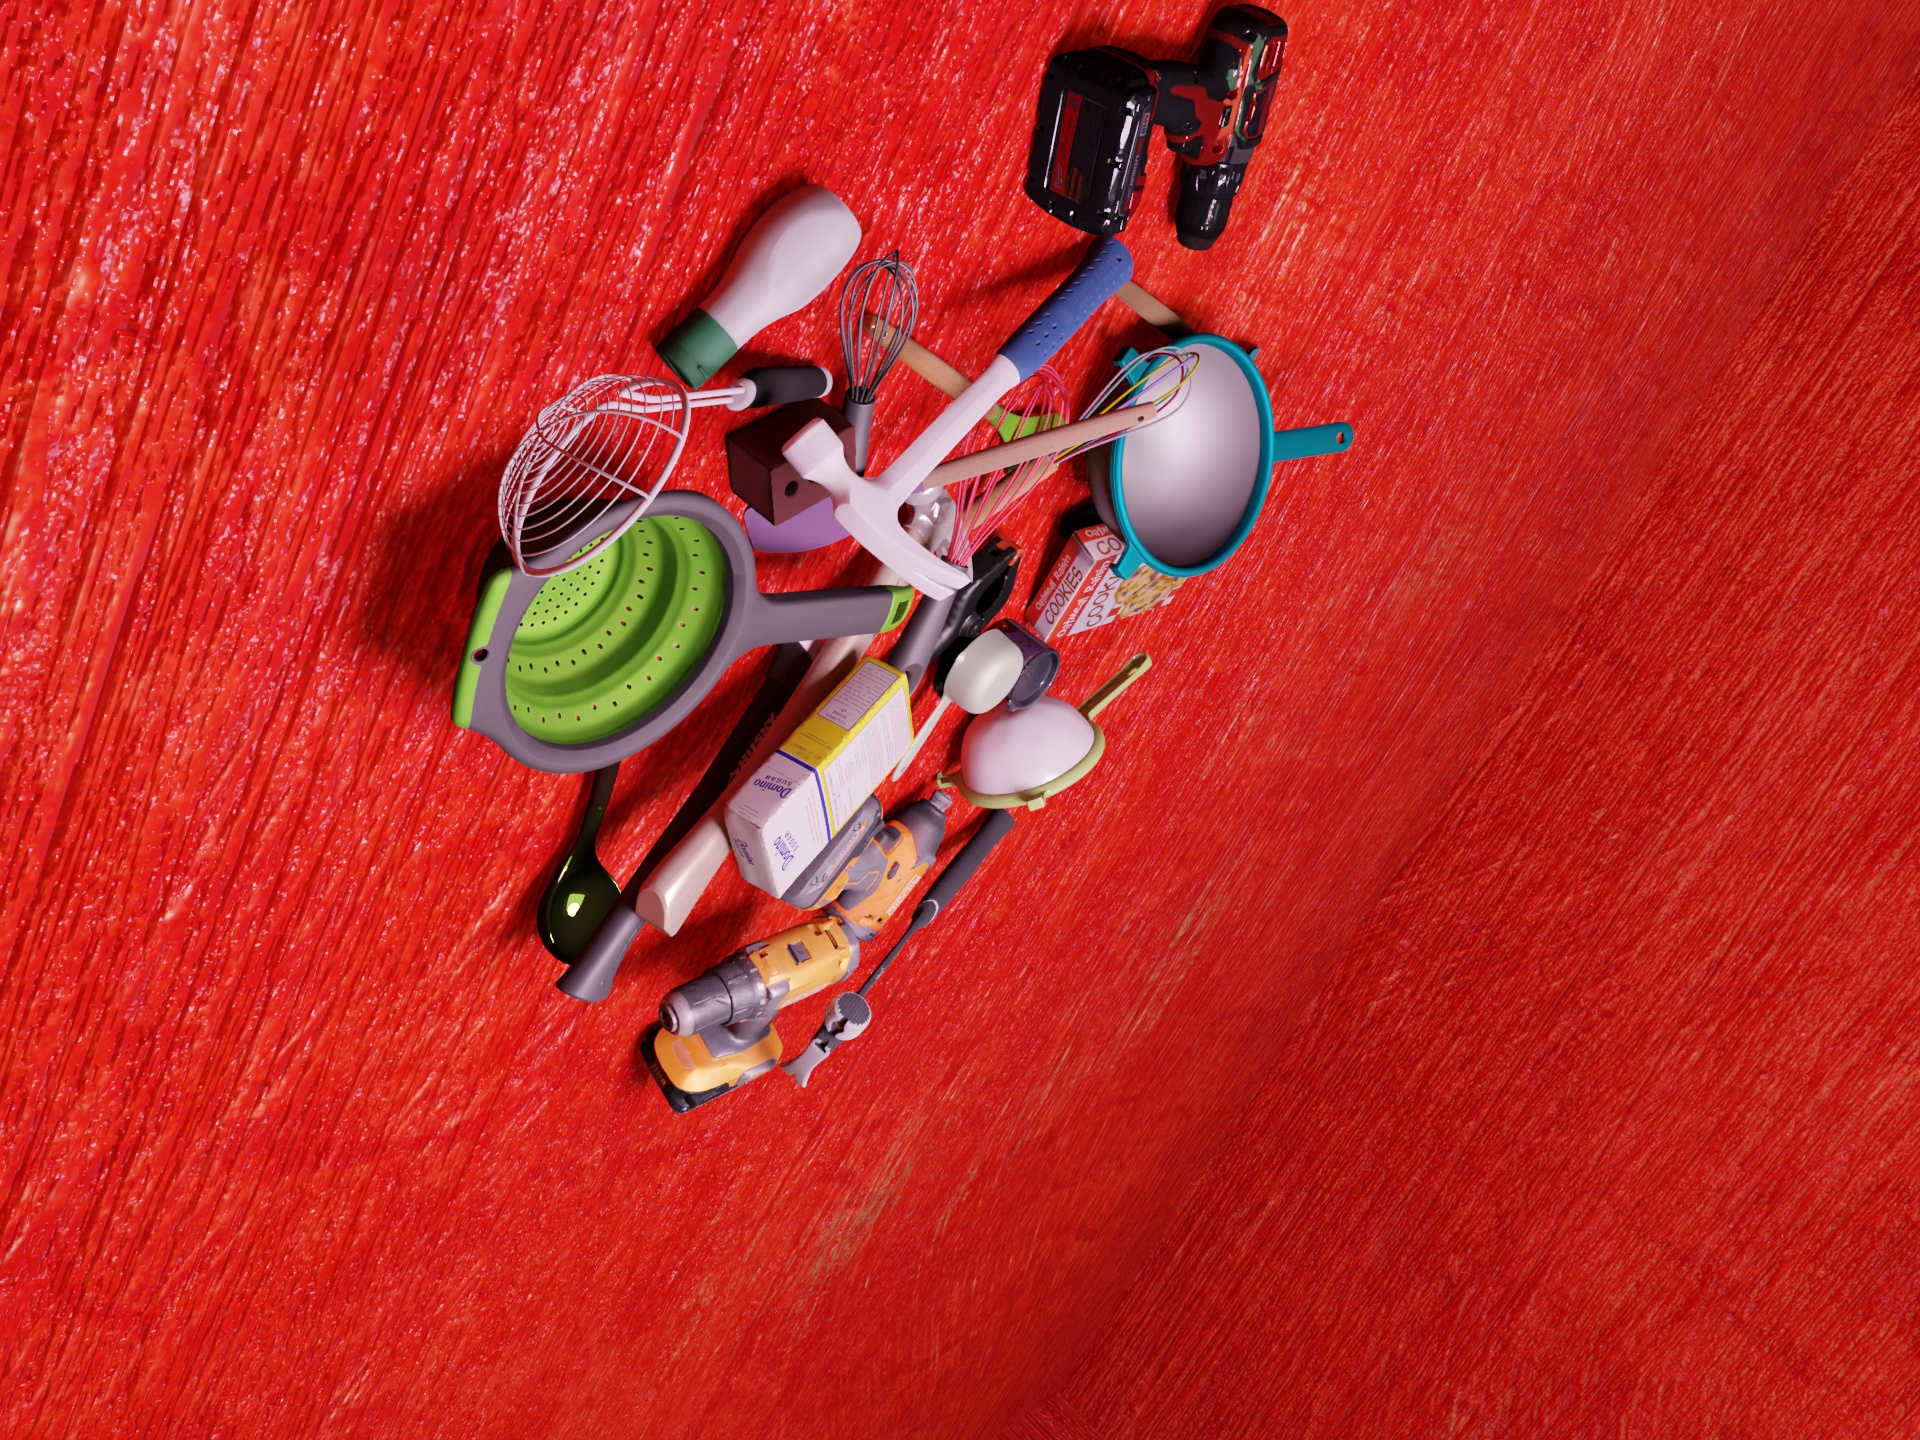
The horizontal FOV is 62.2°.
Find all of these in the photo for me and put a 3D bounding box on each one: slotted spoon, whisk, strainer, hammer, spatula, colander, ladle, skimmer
[{"bbox_3d":[0.010,-0.250,1.248,0.070,0.031,0.313,-53,150,10],"label":"slotted spoon"},{"bbox_3d":[0.003,-0.142,1.242,0.073,0.073,0.295,3,116,-56],"label":"whisk"},{"bbox_3d":[0.226,-0.250,1.453,0.340,0.095,0.211,-15,111,-40],"label":"strainer"},{"bbox_3d":[-0.070,-0.226,1.126,0.055,0.055,0.238,-30,152,-35],"label":"whisk"},{"bbox_3d":[-0.202,0.067,1.215,0.335,0.035,0.146,-58,152,-18],"label":"hammer"},{"bbox_3d":[0.202,-0.221,1.530,0.284,0.070,0.070,-25,142,-33],"label":"whisk"},{"bbox_3d":[0.197,-0.342,1.420,0.317,0.044,0.082,16,110,-55],"label":"spatula"},{"bbox_3d":[-0.187,-0.084,1.077,0.397,0.095,0.204,-11,131,-51],"label":"colander"},{"bbox_3d":[-0.253,0.044,1.170,0.078,0.062,0.320,-17,133,-53],"label":"ladle"},{"bbox_3d":[0.090,-0.225,1.291,0.245,0.047,0.051,-34,148,19],"label":"whisk"},{"bbox_3d":[-0.147,-0.164,0.948,0.127,0.090,0.363,-27,-176,25],"label":"skimmer"},{"bbox_3d":[0.031,-0.240,1.133,0.035,0.144,0.406,-27,-161,47],"label":"hammer"},{"bbox_3d":[-0.045,0.201,1.538,0.149,0.036,0.409,-51,177,39],"label":"hammer"},{"bbox_3d":[-0.116,-0.008,1.238,0.411,0.038,0.146,-57,154,-18],"label":"hammer"},{"bbox_3d":[0.094,-0.013,1.553,0.256,0.152,0.069,-39,120,-28],"label":"strainer"},{"bbox_3d":[-0.005,-0.183,1.176,0.316,0.018,0.059,-18,141,-4],"label":"spatula"}]

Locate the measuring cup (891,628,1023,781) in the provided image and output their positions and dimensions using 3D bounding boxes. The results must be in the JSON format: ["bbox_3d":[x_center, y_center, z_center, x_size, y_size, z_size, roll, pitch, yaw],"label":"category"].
[{"bbox_3d":[-0.002,-0.005,1.429,0.167,0.038,0.083,-55,161,5],"label":"measuring cup"}]

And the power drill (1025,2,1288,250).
[{"bbox_3d":[0.153,-0.430,1.203,0.227,0.080,0.187,-31,145,-39],"label":"power drill"}]

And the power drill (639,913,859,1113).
[{"bbox_3d":[-0.205,0.261,1.386,0.185,0.084,0.226,-19,158,-41],"label":"power drill"}]

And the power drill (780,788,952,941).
[{"bbox_3d":[-0.090,0.112,1.459,0.164,0.084,0.226,-52,156,-1],"label":"power drill"}]
